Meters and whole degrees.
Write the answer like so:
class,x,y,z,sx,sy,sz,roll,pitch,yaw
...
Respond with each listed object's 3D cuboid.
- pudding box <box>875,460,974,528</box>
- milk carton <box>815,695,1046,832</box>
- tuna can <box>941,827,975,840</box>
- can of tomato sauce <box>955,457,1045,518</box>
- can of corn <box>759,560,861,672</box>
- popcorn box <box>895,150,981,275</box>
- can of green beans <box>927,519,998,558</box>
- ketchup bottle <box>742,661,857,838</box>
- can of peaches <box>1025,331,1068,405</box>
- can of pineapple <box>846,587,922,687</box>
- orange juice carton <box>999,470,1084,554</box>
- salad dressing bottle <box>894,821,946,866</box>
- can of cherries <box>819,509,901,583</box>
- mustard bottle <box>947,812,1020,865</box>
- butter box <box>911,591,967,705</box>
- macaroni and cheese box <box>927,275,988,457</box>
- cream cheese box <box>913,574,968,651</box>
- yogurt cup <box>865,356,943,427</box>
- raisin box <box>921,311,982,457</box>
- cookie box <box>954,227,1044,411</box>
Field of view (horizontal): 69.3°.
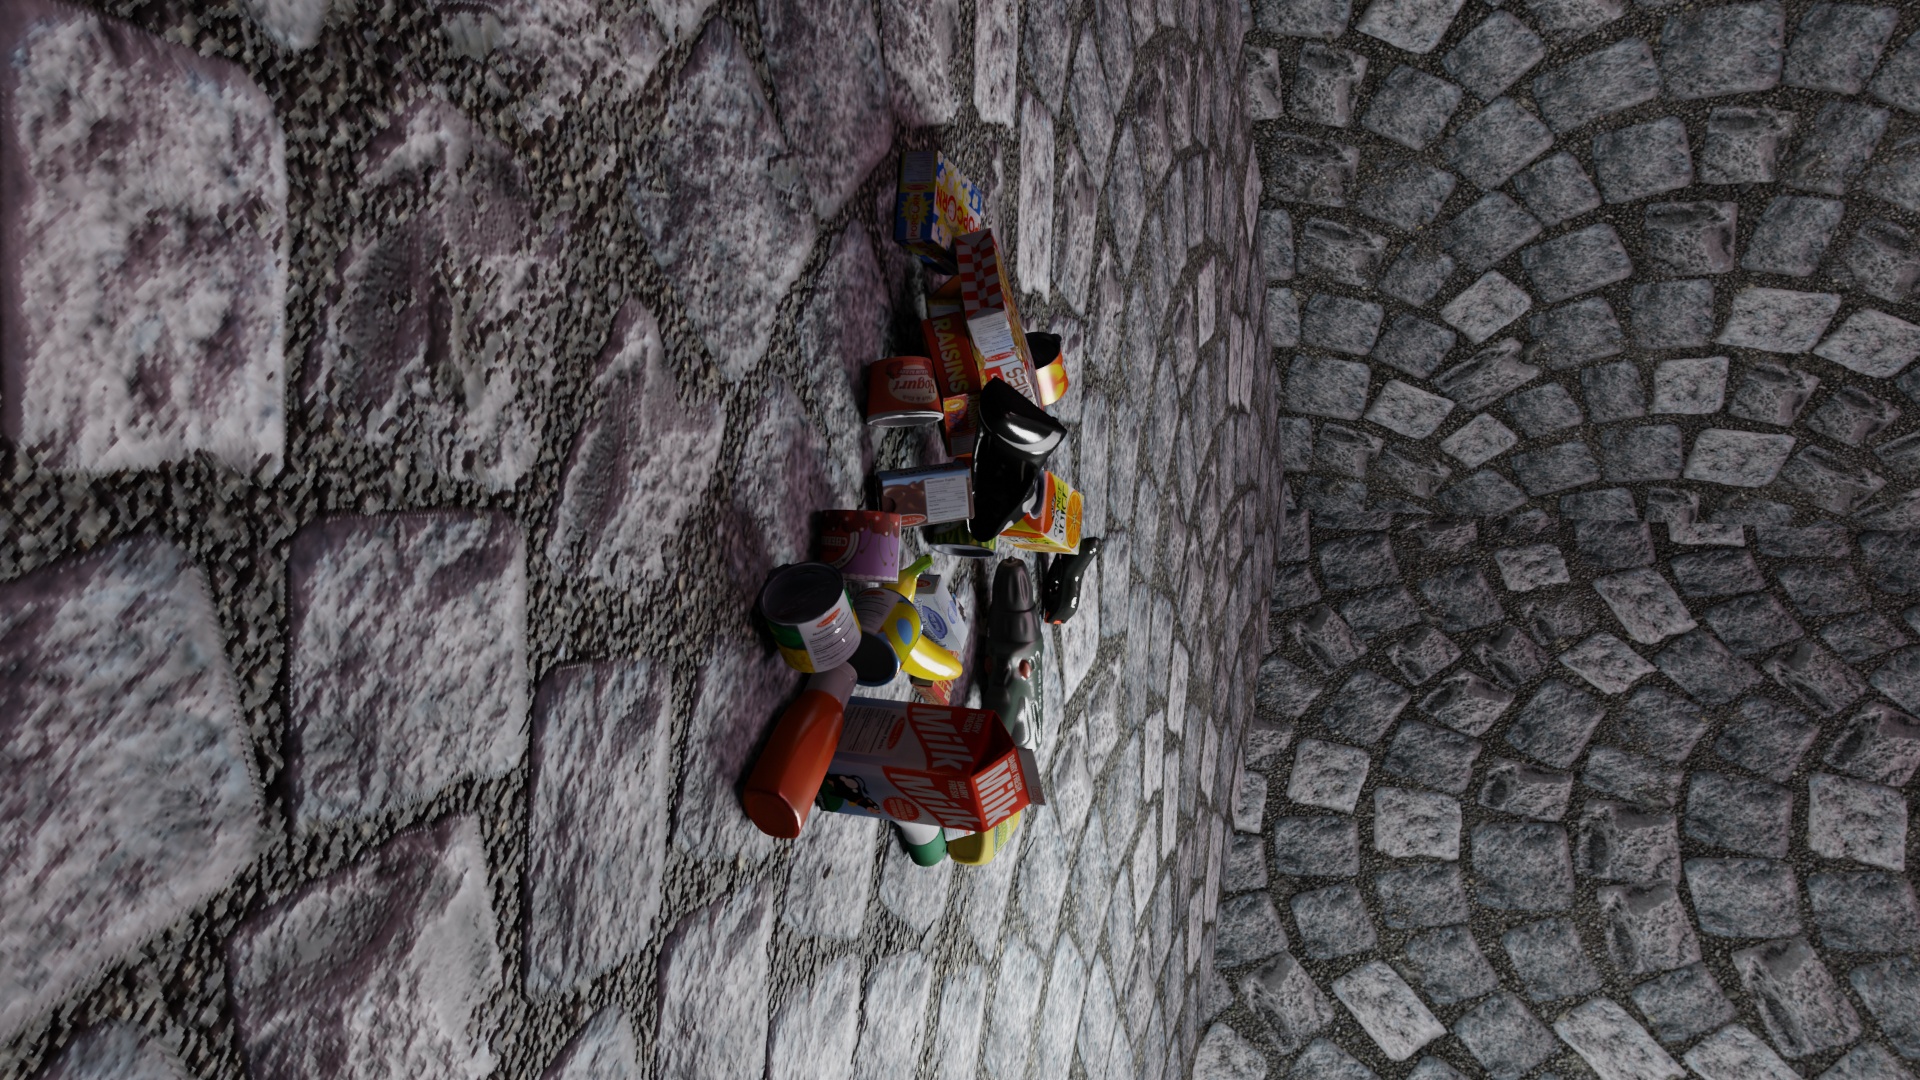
class,x,y,z,sx,sy,sz,roll,pitch,yaw
pudding box,-0.032,-0.041,1.248,0.030,0.084,0.049,-127,-150,-68
milk carton,-0.026,0.183,1.136,0.074,0.190,0.072,-66,151,-44
tuna can,-0.009,0.262,1.385,0.071,0.033,0.071,169,-93,-84
can of tomato sauce,0.039,-0.057,1.439,0.071,0.083,0.071,1,91,-70
can of corn,-0.115,0.058,1.065,0.058,0.071,0.071,75,27,-42
popcorn box,-0.019,-0.308,1.318,0.127,0.038,0.085,14,79,-69
can of green beans,0.007,-0.017,1.383,0.071,0.071,0.058,33,61,-67
ketchup bottle,-0.121,0.157,1.088,0.150,0.043,0.064,-67,153,-44
can of peaches,0.088,-0.195,1.578,0.057,0.071,0.071,72,29,-46
can of pineapple,-0.072,0.084,1.179,0.058,0.071,0.070,-58,145,-51
orange juice carton,0.078,-0.035,1.564,0.192,0.073,0.072,25,70,-68
salad dressing bottle,-0.044,0.252,1.311,0.064,0.044,0.147,-74,158,-45
can of cherries,-0.085,0.005,1.140,0.071,0.071,0.058,7,86,-70
mustard bottle,0.033,0.305,1.515,0.160,0.049,0.065,-15,108,-69
butter box,-0.020,0.107,1.384,0.053,0.024,0.104,57,40,-57
macaroni and cheese box,0.015,-0.185,1.421,0.124,0.040,0.165,-53,140,-56
cream cheese box,-0.032,0.067,1.305,0.103,0.053,0.024,66,33,-51
yogurt cup,-0.051,-0.130,1.219,0.072,0.072,0.054,5,80,-70
raisin box,-0.006,-0.142,1.286,0.123,0.040,0.086,85,-9,-68
cookie box,0.039,-0.191,1.315,0.166,0.040,0.123,67,12,-48
